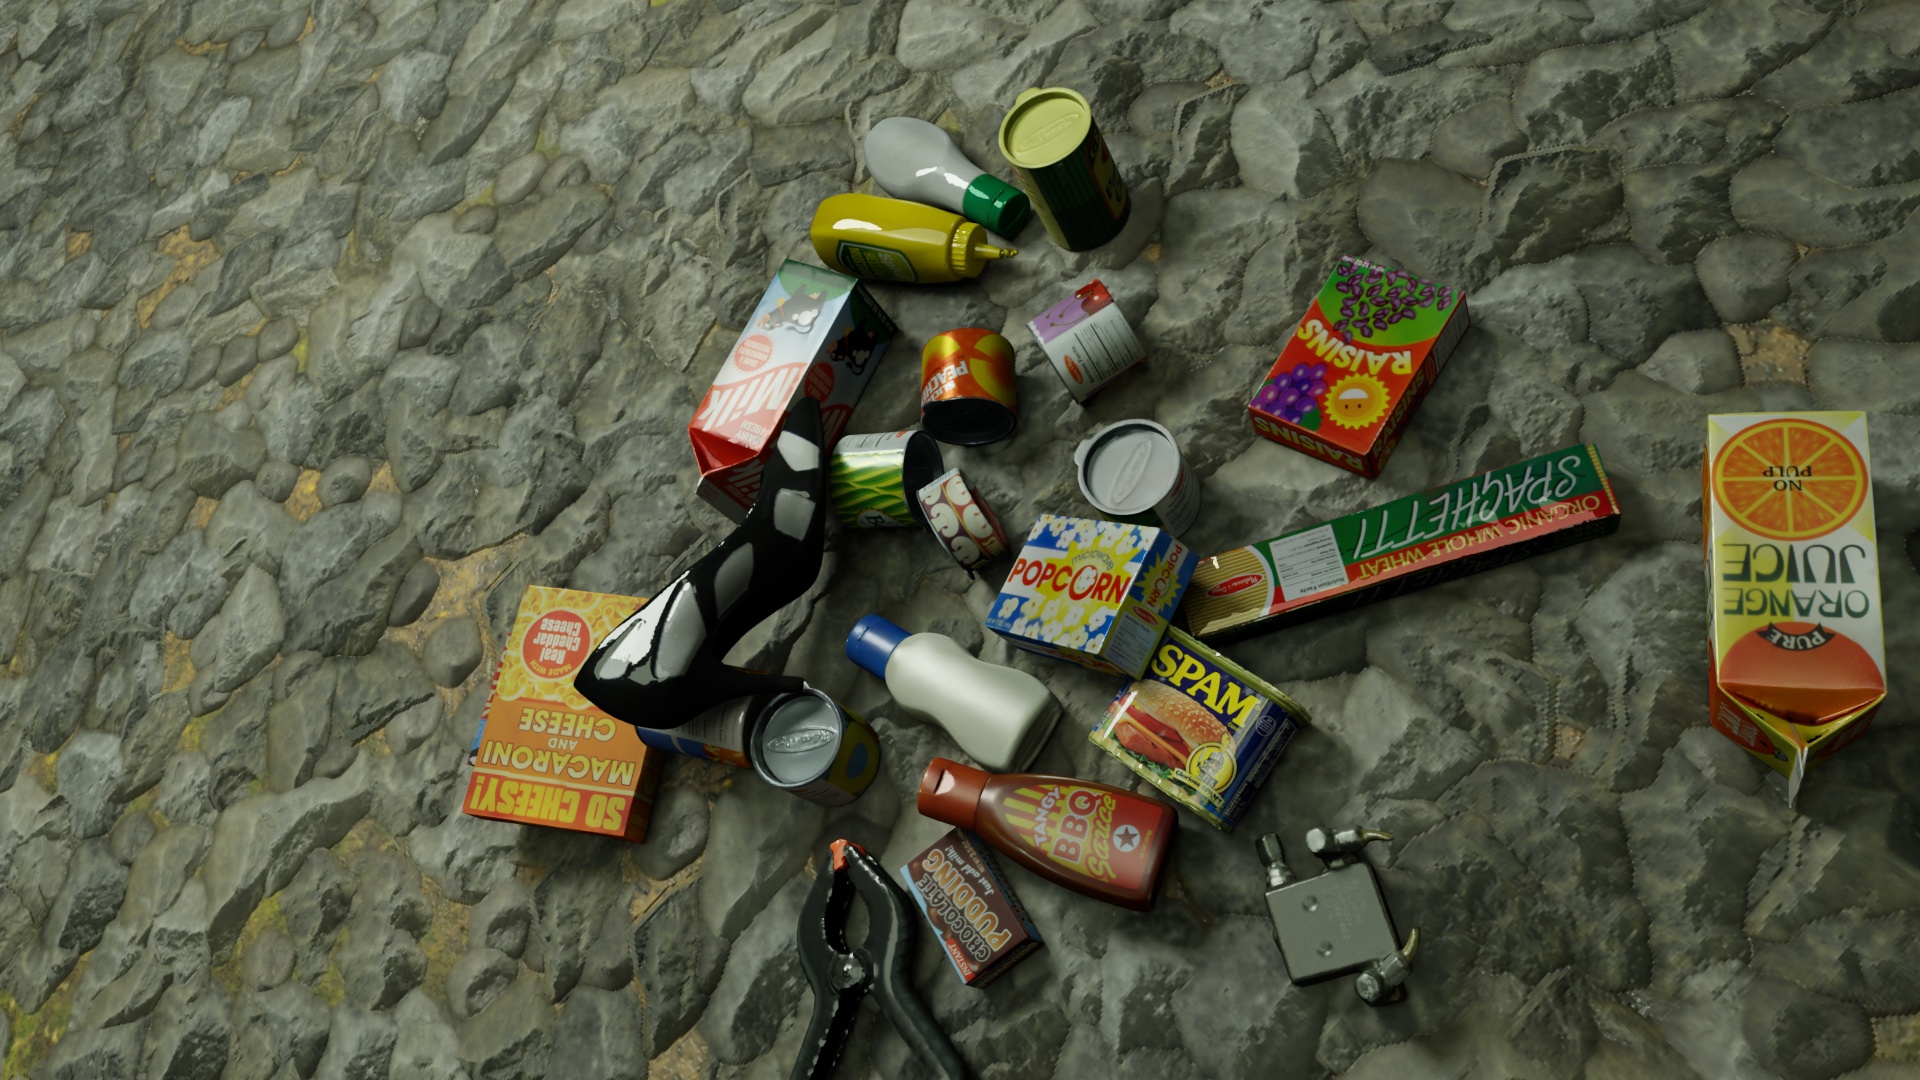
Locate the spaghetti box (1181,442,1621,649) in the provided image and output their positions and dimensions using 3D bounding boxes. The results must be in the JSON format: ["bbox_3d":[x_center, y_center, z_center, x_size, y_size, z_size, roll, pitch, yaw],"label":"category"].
[{"bbox_3d":[0.254,0.006,0.822,0.250,0.028,0.050,-18,61,16],"label":"spaghetti box"}]

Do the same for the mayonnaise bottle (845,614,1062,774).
[{"bbox_3d":[-0.009,0.093,0.893,0.148,0.041,0.065,27,77,33],"label":"mayonnaise bottle"}]

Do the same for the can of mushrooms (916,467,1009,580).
[{"bbox_3d":[0.003,-0.012,0.922,0.033,0.071,0.071,-32,58,7],"label":"can of mushrooms"}]

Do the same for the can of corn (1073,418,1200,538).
[{"bbox_3d":[0.113,-0.037,0.887,0.071,0.058,0.071,-10,64,20],"label":"can of corn"}]

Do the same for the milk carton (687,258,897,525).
[{"bbox_3d":[-0.131,-0.103,1.019,0.073,0.072,0.191,21,77,30],"label":"milk carton"}]

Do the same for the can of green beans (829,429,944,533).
[{"bbox_3d":[-0.050,-0.042,0.959,0.058,0.071,0.071,-2,66,24],"label":"can of green beans"}]

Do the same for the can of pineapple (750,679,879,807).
[{"bbox_3d":[-0.093,0.133,0.901,0.071,0.057,0.071,-9,64,20],"label":"can of pineapple"}]

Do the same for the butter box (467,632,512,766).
[{"bbox_3d":[-0.324,0.121,1.031,0.053,0.024,0.104,2,68,24],"label":"butter box"}]

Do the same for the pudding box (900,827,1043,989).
[{"bbox_3d":[0.006,0.219,0.834,0.049,0.030,0.084,-37,57,5],"label":"pudding box"}]

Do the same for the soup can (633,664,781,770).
[{"bbox_3d":[-0.165,0.116,0.938,0.084,0.071,0.071,9,71,22],"label":"soup can"}]

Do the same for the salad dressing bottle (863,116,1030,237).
[{"bbox_3d":[-0.011,-0.277,1.064,0.148,0.044,0.064,37,83,31],"label":"salad dressing bottle"}]

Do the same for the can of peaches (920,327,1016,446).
[{"bbox_3d":[0.004,-0.107,0.962,0.071,0.071,0.058,-10,63,20],"label":"can of peaches"}]

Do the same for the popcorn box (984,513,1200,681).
[{"bbox_3d":[0.077,0.032,0.852,0.126,0.038,0.085,9,68,58],"label":"popcorn box"}]

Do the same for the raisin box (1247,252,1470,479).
[{"bbox_3d":[0.249,-0.110,0.872,0.086,0.040,0.123,28,79,31],"label":"raisin box"}]

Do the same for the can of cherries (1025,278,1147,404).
[{"bbox_3d":[0.085,-0.136,0.943,0.058,0.071,0.072,-33,58,7],"label":"can of cherries"}]

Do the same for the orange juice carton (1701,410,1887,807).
[{"bbox_3d":[0.422,0.035,0.708,0.073,0.071,0.193,0,67,25],"label":"orange juice carton"}]

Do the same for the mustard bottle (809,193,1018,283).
[{"bbox_3d":[-0.033,-0.222,1.037,0.160,0.065,0.049,11,68,24],"label":"mustard bottle"}]

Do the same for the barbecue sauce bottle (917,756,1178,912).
[{"bbox_3d":[0.049,0.166,0.815,0.148,0.043,0.065,15,65,18],"label":"barbecue sauce bottle"}]

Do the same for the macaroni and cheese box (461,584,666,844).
[{"bbox_3d":[-0.266,0.121,0.981,0.124,0.040,0.167,6,70,11],"label":"macaroni and cheese box"}]

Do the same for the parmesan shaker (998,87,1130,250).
[{"bbox_3d":[0.075,-0.263,0.982,0.071,0.103,0.071,-9,64,20],"label":"parmesan shaker"}]
